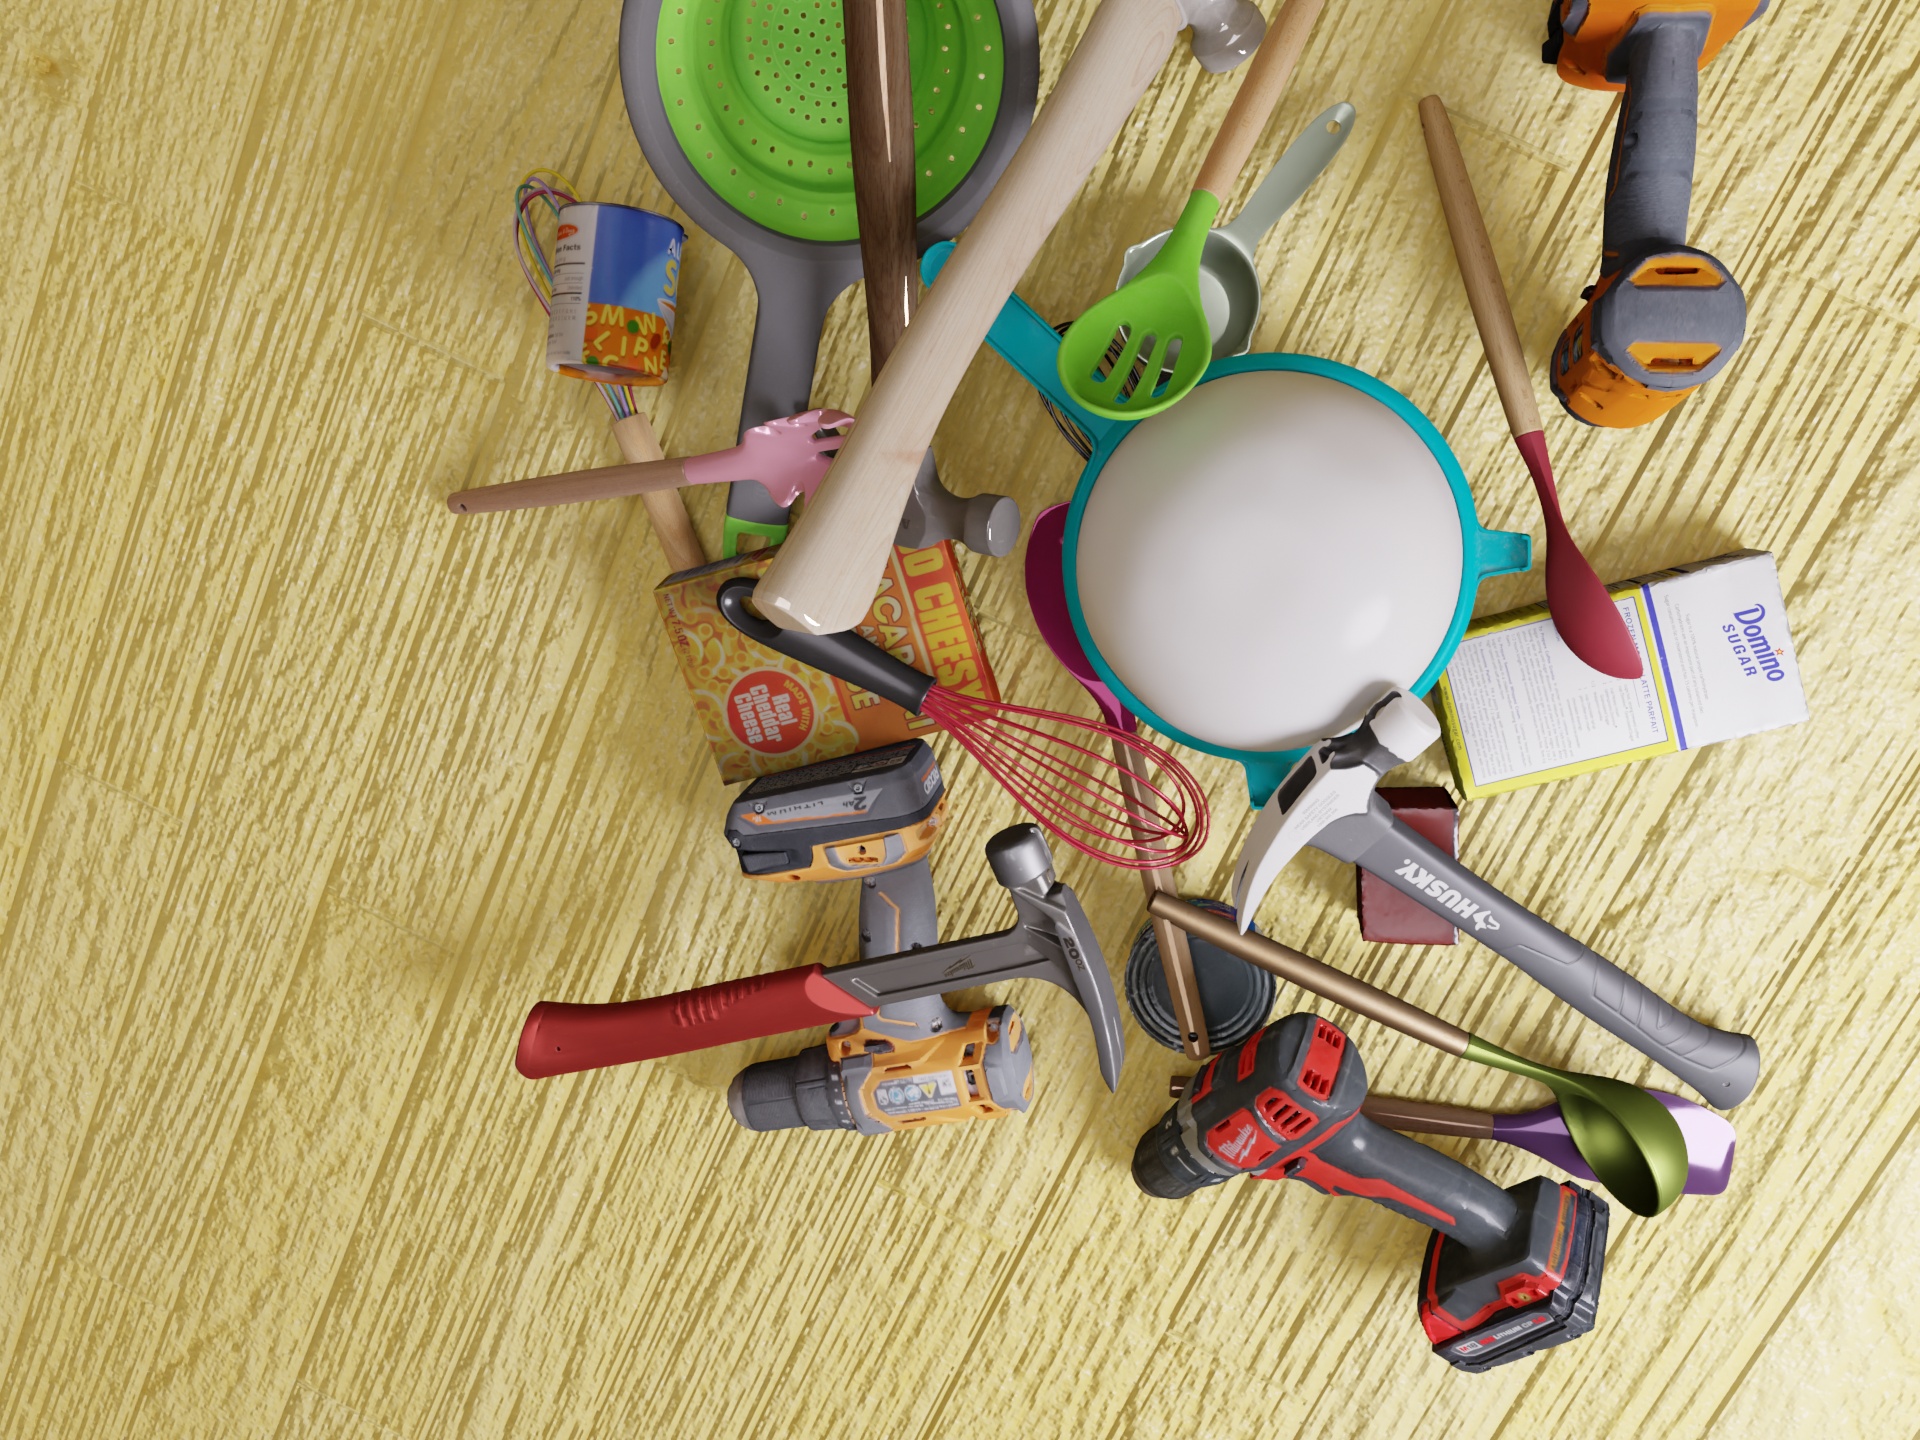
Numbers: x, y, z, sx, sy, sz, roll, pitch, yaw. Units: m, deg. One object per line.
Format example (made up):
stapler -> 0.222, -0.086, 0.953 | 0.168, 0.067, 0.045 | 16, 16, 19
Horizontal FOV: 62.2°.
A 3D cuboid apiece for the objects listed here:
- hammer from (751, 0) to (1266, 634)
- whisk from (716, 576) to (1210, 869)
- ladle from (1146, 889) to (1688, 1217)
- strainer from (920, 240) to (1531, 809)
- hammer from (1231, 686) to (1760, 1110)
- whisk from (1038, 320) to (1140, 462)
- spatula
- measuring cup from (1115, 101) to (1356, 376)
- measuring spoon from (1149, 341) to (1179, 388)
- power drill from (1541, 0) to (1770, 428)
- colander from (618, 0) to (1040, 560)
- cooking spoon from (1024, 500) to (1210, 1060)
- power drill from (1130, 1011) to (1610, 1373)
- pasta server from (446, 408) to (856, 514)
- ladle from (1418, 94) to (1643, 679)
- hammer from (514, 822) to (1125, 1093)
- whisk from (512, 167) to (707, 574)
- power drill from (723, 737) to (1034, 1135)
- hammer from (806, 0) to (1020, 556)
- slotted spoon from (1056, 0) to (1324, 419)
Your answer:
hammer -> 0.012, -0.224, 0.733 | 0.146, 0.038, 0.411 | 39, 73, -37
whisk -> -0.001, -0.003, 0.853 | 0.296, 0.073, 0.073 | 28, 104, 5
ladle -> 0.243, 0.175, 0.861 | 0.320, 0.078, 0.062 | 25, 77, 1
strainer -> 0.102, -0.117, 0.779 | 0.340, 0.095, 0.211 | 43, 107, 0
hammer -> 0.293, 0.120, 0.829 | 0.334, 0.035, 0.146 | 32, 118, -18
whisk -> 0.109, -0.108, 0.866 | 0.055, 0.055, 0.239 | -27, 100, 14
spatula -> 0.279, 0.228, 0.915 | 0.316, 0.018, 0.059 | 5, 99, 8
measuring cup -> 0.148, -0.253, 0.839 | 0.083, 0.038, 0.167 | 40, 95, 2
measuring spoon -> 0.131, -0.150, 0.867 | 0.034, 0.018, 0.124 | -24, 95, 14
power drill -> 0.321, -0.253, 0.756 | 0.084, 0.164, 0.226 | 3, 89, 9
colander -> -0.084, -0.271, 0.851 | 0.204, 0.095, 0.396 | 8, 122, -11
cooking spoon -> 0.097, 0.033, 0.887 | 0.069, 0.017, 0.319 | -13, 88, 8
power drill -> 0.216, 0.265, 0.883 | 0.226, 0.080, 0.187 | 33, 139, -3
pasta server -> -0.170, -0.129, 0.863 | 0.316, 0.040, 0.060 | -2, 126, 31
ladle -> 0.279, -0.168, 0.798 | 0.031, 0.069, 0.315 | -15, 83, 9
hammer -> -0.092, 0.164, 0.884 | 0.359, 0.037, 0.149 | -15, 106, 22
whisk -> -0.196, -0.194, 0.905 | 0.047, 0.051, 0.245 | -20, 100, 7
power drill -> -0.070, 0.139, 0.930 | 0.185, 0.084, 0.226 | -12, 103, 14
hammer -> -0.037, -0.245, 0.771 | 0.130, 0.031, 0.331 | 14, 120, 33
slotted spoon -> 0.131, -0.272, 0.771 | 0.070, 0.031, 0.314 | 21, 75, 18
